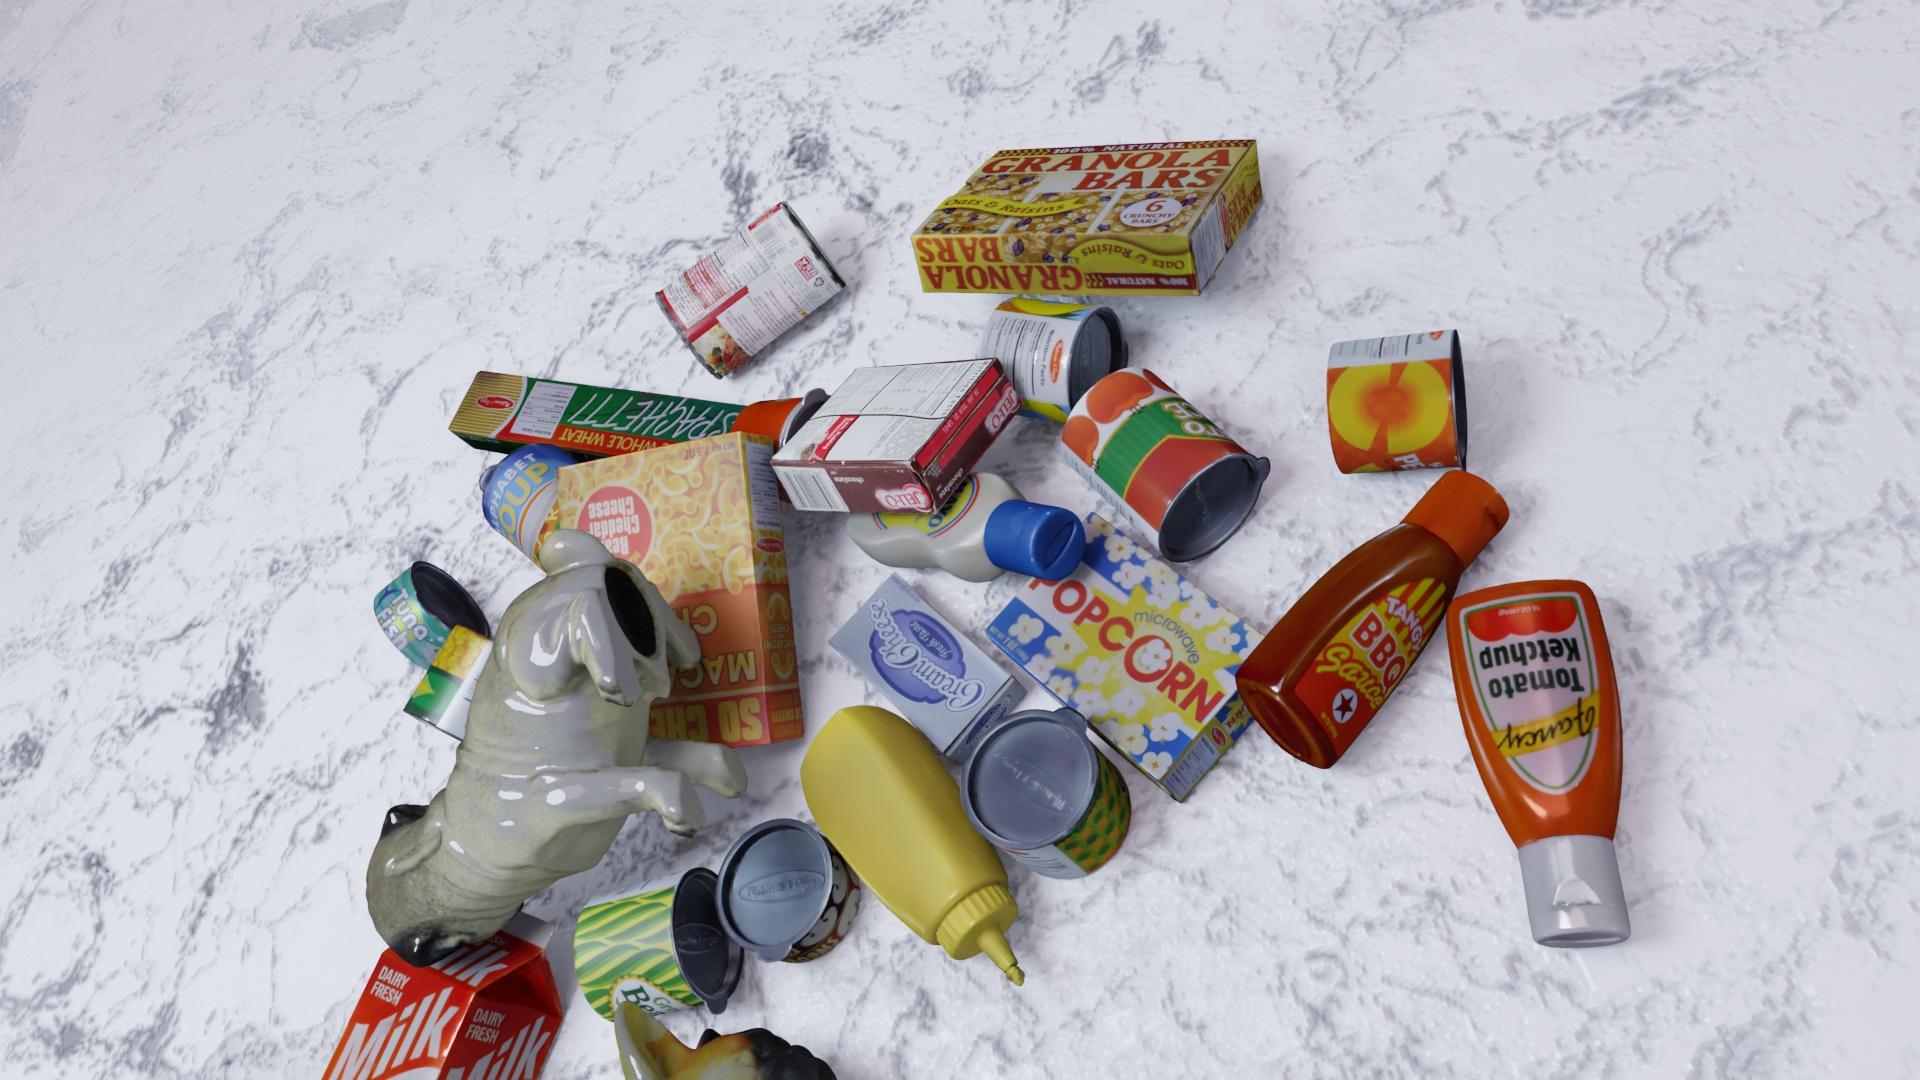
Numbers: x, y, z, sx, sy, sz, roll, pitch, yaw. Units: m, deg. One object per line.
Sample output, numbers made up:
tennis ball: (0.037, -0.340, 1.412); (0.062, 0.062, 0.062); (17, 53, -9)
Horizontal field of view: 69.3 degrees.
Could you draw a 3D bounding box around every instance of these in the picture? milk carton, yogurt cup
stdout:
milk carton: (-0.270, 0.278, 0.704); (0.072, 0.073, 0.191); (10, 68, 30)
yogurt cup: (-0.098, -0.053, 0.810); (0.054, 0.072, 0.072); (8, 68, 37)

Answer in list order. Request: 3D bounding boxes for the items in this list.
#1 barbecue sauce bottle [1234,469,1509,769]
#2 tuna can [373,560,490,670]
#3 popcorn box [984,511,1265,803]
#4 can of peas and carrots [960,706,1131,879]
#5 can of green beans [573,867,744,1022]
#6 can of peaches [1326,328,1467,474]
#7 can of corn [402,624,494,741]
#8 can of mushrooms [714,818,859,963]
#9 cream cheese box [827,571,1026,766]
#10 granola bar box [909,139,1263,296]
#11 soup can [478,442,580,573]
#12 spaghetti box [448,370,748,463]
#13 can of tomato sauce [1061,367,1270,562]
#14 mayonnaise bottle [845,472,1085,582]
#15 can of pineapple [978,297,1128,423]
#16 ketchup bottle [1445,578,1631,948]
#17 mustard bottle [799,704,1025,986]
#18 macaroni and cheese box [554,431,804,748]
barbecue sauce bottle: (0.190, 0.030, 0.631); (0.149, 0.064, 0.044); (-46, 32, -14)
tuna can: (-0.327, 0.048, 0.857); (0.033, 0.071, 0.071); (-39, 54, 4)
popcorn box: (0.084, 0.054, 0.679); (0.085, 0.038, 0.127); (-47, 55, -6)
can of peas and carrots: (0.043, 0.118, 0.652); (0.071, 0.058, 0.071); (-11, 59, 19)
can of green beans: (-0.150, 0.202, 0.692); (0.058, 0.071, 0.071); (-18, 58, 17)
can of peaches: (0.211, -0.063, 0.669); (0.058, 0.071, 0.071); (-3, 63, 24)
can of corn: (-0.283, 0.089, 0.817); (0.071, 0.071, 0.058); (17, 72, 32)
can of mushrooms: (-0.087, 0.178, 0.696); (0.071, 0.033, 0.071); (-11, 59, 19)
cream cheese box: (-0.019, 0.066, 0.730); (0.053, 0.024, 0.104); (-48, 55, -4)
granola bar box: (0.072, -0.184, 0.784); (0.165, 0.039, 0.125); (6, 39, 28)
soup can: (-0.245, -0.014, 0.851); (0.084, 0.071, 0.071); (32, 81, 34)
spaghetti box: (-0.230, -0.072, 0.902); (0.250, 0.028, 0.050); (10, 68, 29)
can of tomato sauce: (0.102, -0.041, 0.706); (0.071, 0.071, 0.083); (-42, 54, -1)
mayonnaise bottle: (0.003, -0.009, 0.724); (0.148, 0.041, 0.065); (13, 63, 51)
can of pineapple: (0.051, -0.098, 0.763); (0.058, 0.071, 0.071); (13, 70, 31)
ketchup bottle: (0.246, 0.092, 0.581); (0.064, 0.043, 0.149); (-10, 61, 20)
mustard bottle: (-0.017, 0.150, 0.665); (0.161, 0.049, 0.065); (48, 117, 33)
macaroni and cheese box: (-0.155, 0.033, 0.766); (0.123, 0.040, 0.166); (-9, 84, 22)
